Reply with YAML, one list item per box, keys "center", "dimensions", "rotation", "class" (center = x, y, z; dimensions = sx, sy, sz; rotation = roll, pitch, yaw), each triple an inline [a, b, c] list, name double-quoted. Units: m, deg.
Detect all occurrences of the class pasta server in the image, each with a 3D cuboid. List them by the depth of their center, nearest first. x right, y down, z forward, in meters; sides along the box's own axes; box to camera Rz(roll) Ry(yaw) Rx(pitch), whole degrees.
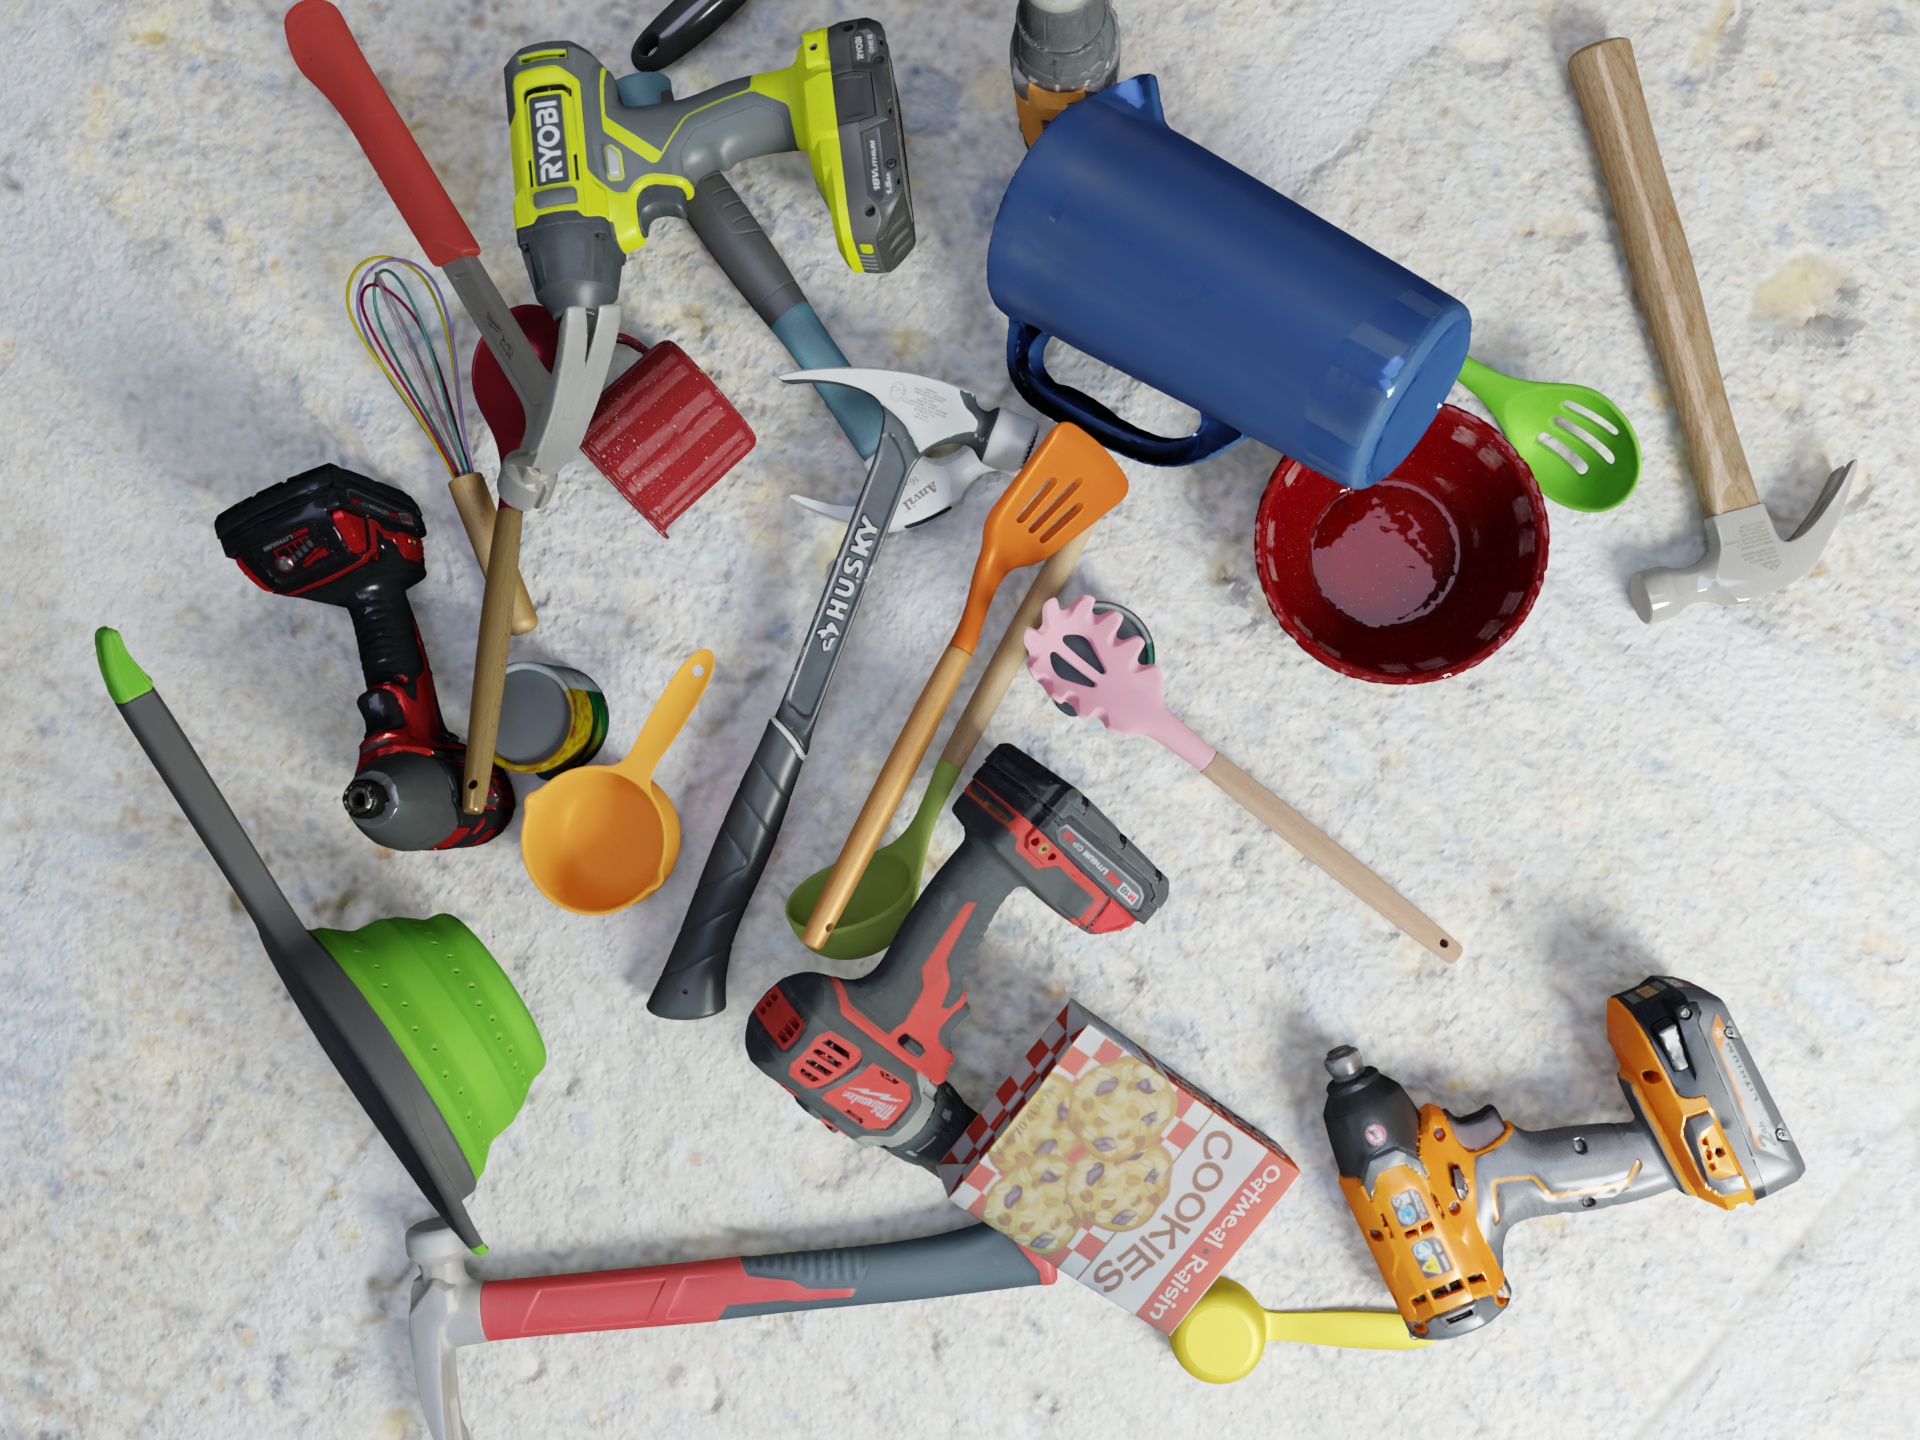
- center: [0.163, 0.040, 0.900]
  dimensions: [0.316, 0.040, 0.060]
  rotation: [38, 84, -4]
  class: "pasta server"

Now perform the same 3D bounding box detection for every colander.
- center: [-0.334, 0.108, 0.882]
  dimensions: [0.094, 0.205, 0.396]
  rotation: [-34, 113, -27]
  class: "colander"

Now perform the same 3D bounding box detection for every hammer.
- center: [0.412, -0.229, 0.909]
  dimensions: [0.130, 0.031, 0.331]
  rotation: [-15, 87, 5]
  class: "hammer"
- center: [-0.304, -0.299, 0.917]
  dimensions: [0.359, 0.036, 0.149]
  rotation: [57, 138, 20]
  class: "hammer"
- center: [-0.098, -0.011, 0.928]
  dimensions: [0.149, 0.036, 0.409]
  rotation: [22, 97, -2]
  class: "hammer"
- center: [-0.134, 0.351, 0.941]
  dimensions: [0.386, 0.038, 0.143]
  rotation: [-7, 89, 5]
  class: "hammer"
- center: [-0.109, -0.255, 0.958]
  dimensions: [0.128, 0.033, 0.331]
  rotation: [-35, 85, 2]
  class: "hammer"

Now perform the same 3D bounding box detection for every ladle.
- center: [-0.001, -0.003, 0.930]
  dimensions: [0.062, 0.078, 0.320]
  rotation: [31, 86, -35]
  class: "ladle"
- center: [-0.267, -0.099, 0.934]
  dimensions: [0.069, 0.031, 0.316]
  rotation: [0, 72, 5]
  class: "ladle"

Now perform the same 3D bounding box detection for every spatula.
- center: [-0.005, -0.016, 0.891]
  dimensions: [0.041, 0.081, 0.322]
  rotation: [21, 82, 40]
  class: "spatula"

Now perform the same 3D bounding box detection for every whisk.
- center: [-0.107, -0.474, 0.957]
  dimensions: [0.239, 0.055, 0.055]
  rotation: [-38, 86, 8]
  class: "whisk"
- center: [-0.314, -0.167, 0.969]
  dimensions: [0.051, 0.047, 0.245]
  rotation: [-20, 91, 36]
  class: "whisk"

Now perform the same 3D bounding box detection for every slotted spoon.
- center: [0.260, -0.229, 0.920]
  dimensions: [0.314, 0.070, 0.031]
  rotation: [39, 50, 9]
  class: "slotted spoon"

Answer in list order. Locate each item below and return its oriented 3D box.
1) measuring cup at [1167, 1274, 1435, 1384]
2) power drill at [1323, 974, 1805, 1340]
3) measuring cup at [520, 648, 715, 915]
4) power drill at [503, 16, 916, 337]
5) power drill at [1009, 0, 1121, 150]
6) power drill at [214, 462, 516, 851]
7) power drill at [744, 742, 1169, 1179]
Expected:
- center: [0.197, 0.353, 0.913]
  dimensions: [0.156, 0.029, 0.062]
  rotation: [-1, 88, 7]
  class: "measuring cup"
- center: [0.320, 0.225, 0.882]
  dimensions: [0.226, 0.084, 0.164]
  rotation: [-26, 86, 8]
  class: "power drill"
- center: [-0.189, 0.034, 0.948]
  dimensions: [0.095, 0.052, 0.173]
  rotation: [31, 90, 5]
  class: "measuring cup"
- center: [-0.143, -0.308, 0.909]
  dimensions: [0.223, 0.080, 0.171]
  rotation: [-7, 83, 4]
  class: "power drill"
- center: [0.071, -0.441, 0.872]
  dimensions: [0.084, 0.185, 0.226]
  rotation: [10, 86, 7]
  class: "power drill"
- center: [-0.338, -0.028, 0.919]
  dimensions: [0.078, 0.143, 0.220]
  rotation: [-23, 84, 7]
  class: "power drill"
- center: [0.011, 0.148, 0.890]
  dimensions: [0.227, 0.080, 0.187]
  rotation: [-49, 124, -4]
  class: "power drill"
